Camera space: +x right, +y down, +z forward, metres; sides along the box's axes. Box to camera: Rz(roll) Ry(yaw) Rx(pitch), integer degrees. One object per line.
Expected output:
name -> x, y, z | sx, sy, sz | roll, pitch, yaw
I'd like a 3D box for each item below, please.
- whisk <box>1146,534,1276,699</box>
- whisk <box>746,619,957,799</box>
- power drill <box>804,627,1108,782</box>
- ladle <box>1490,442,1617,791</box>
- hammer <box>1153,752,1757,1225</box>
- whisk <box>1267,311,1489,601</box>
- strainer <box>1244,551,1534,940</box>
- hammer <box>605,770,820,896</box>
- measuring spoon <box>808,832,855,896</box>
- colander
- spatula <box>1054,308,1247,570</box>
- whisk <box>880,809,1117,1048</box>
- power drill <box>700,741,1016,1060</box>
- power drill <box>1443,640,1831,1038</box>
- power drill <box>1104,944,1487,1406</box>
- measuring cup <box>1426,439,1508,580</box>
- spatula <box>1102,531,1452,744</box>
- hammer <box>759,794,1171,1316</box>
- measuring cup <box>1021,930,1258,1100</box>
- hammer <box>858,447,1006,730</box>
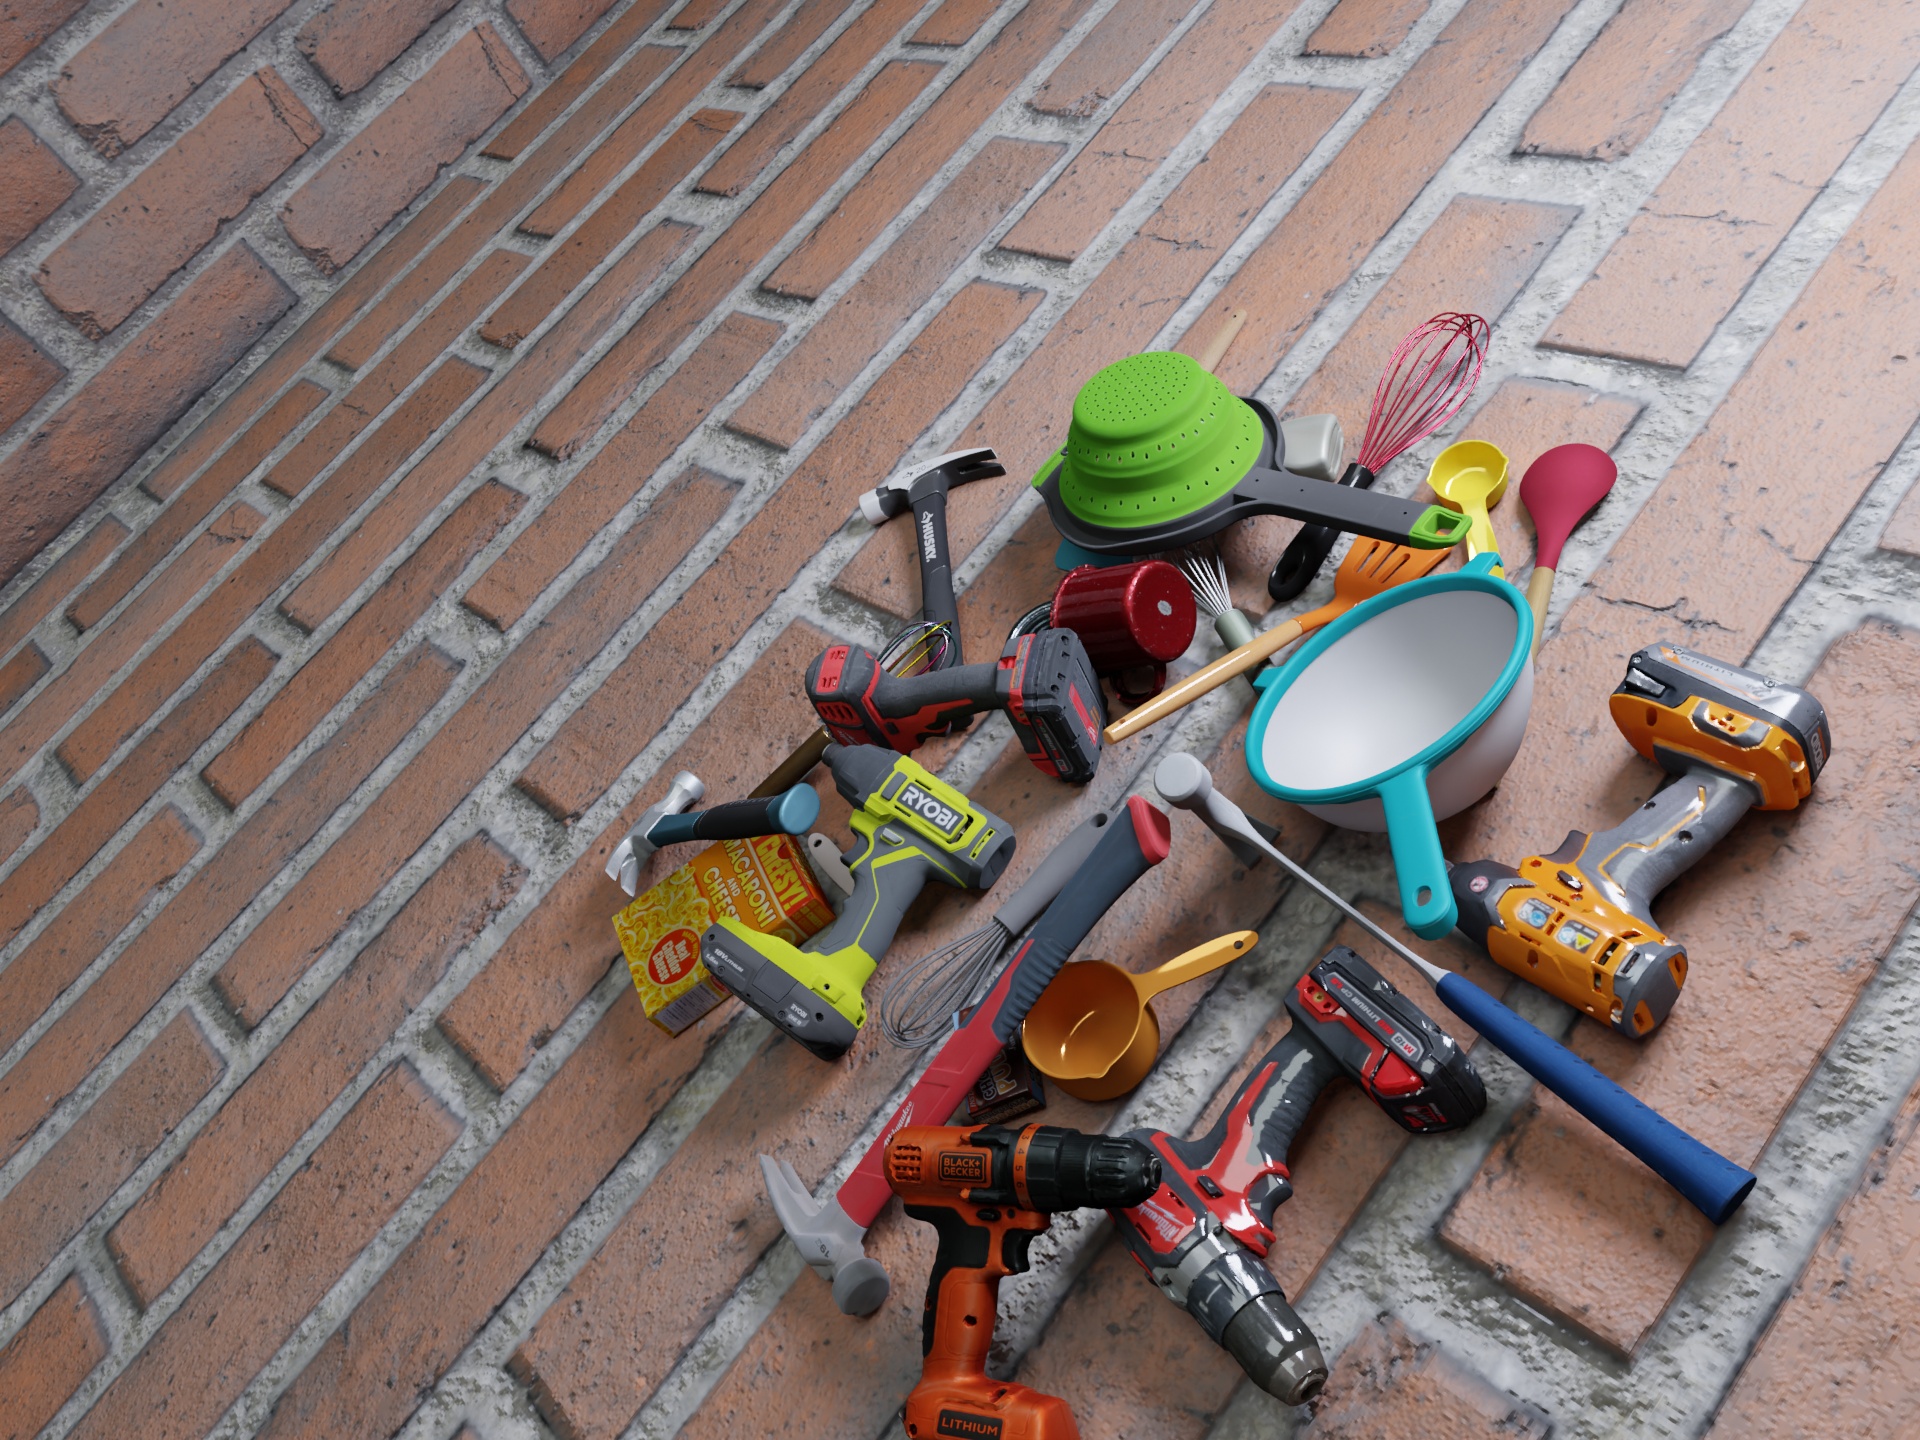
whisk -> 0.209, -0.084, 1.257 | 0.059, 0.057, 0.247 | -25, 49, 1
whisk -> -0.093, -0.002, 1.363 | 0.245, 0.051, 0.047 | -42, 20, 16
power drill -> -0.002, -0.004, 1.265 | 0.220, 0.143, 0.079 | -2, 53, 23
ladle -> 0.412, -0.085, 1.140 | 0.069, 0.031, 0.316 | 3, 58, 35
hammer -> 0.288, 0.154, 0.967 | 0.406, 0.144, 0.035 | 39, 92, 37
whisk -> 0.334, -0.215, 1.280 | 0.073, 0.073, 0.296 | 28, 78, 44
strainer -> 0.298, 0.040, 1.020 | 0.211, 0.095, 0.341 | -30, 27, 25
hammer -> -0.199, 0.082, 1.287 | 0.128, 0.033, 0.331 | -52, 20, -26
measuring spoon -> -0.098, 0.123, 1.298 | 0.034, 0.018, 0.124 | -42, 43, -5
colander -> 0.213, -0.213, 1.251 | 0.397, 0.094, 0.204 | 22, 60, 42
spatula -> 0.186, -0.259, 1.438 | 0.082, 0.044, 0.317 | 13, 57, 40
whisk -> 0.031, 0.150, 1.176 | 0.239, 0.055, 0.055 | -43, 43, -13
power drill -> -0.088, 0.130, 1.218 | 0.171, 0.080, 0.223 | 32, 73, 22
power drill -> 0.404, 0.065, 0.979 | 0.226, 0.084, 0.164 | -51, 44, -9
power drill -> 0.204, 0.267, 0.941 | 0.226, 0.080, 0.188 | -43, 43, -2
measuring cup -> 0.395, -0.142, 1.206 | 0.062, 0.029, 0.157 | -13, 60, 22
spatula -> 0.232, -0.067, 1.188 | 0.322, 0.041, 0.081 | -29, 39, -23
hammer -> 0.006, 0.205, 1.076 | 0.386, 0.038, 0.143 | -54, 42, 5
measuring cup -> 0.128, 0.193, 1.069 | 0.173, 0.052, 0.095 | -27, 44, 8
hammer -> -0.016, -0.122, 1.442 | 0.146, 0.035, 0.335 | -22, 45, 16
